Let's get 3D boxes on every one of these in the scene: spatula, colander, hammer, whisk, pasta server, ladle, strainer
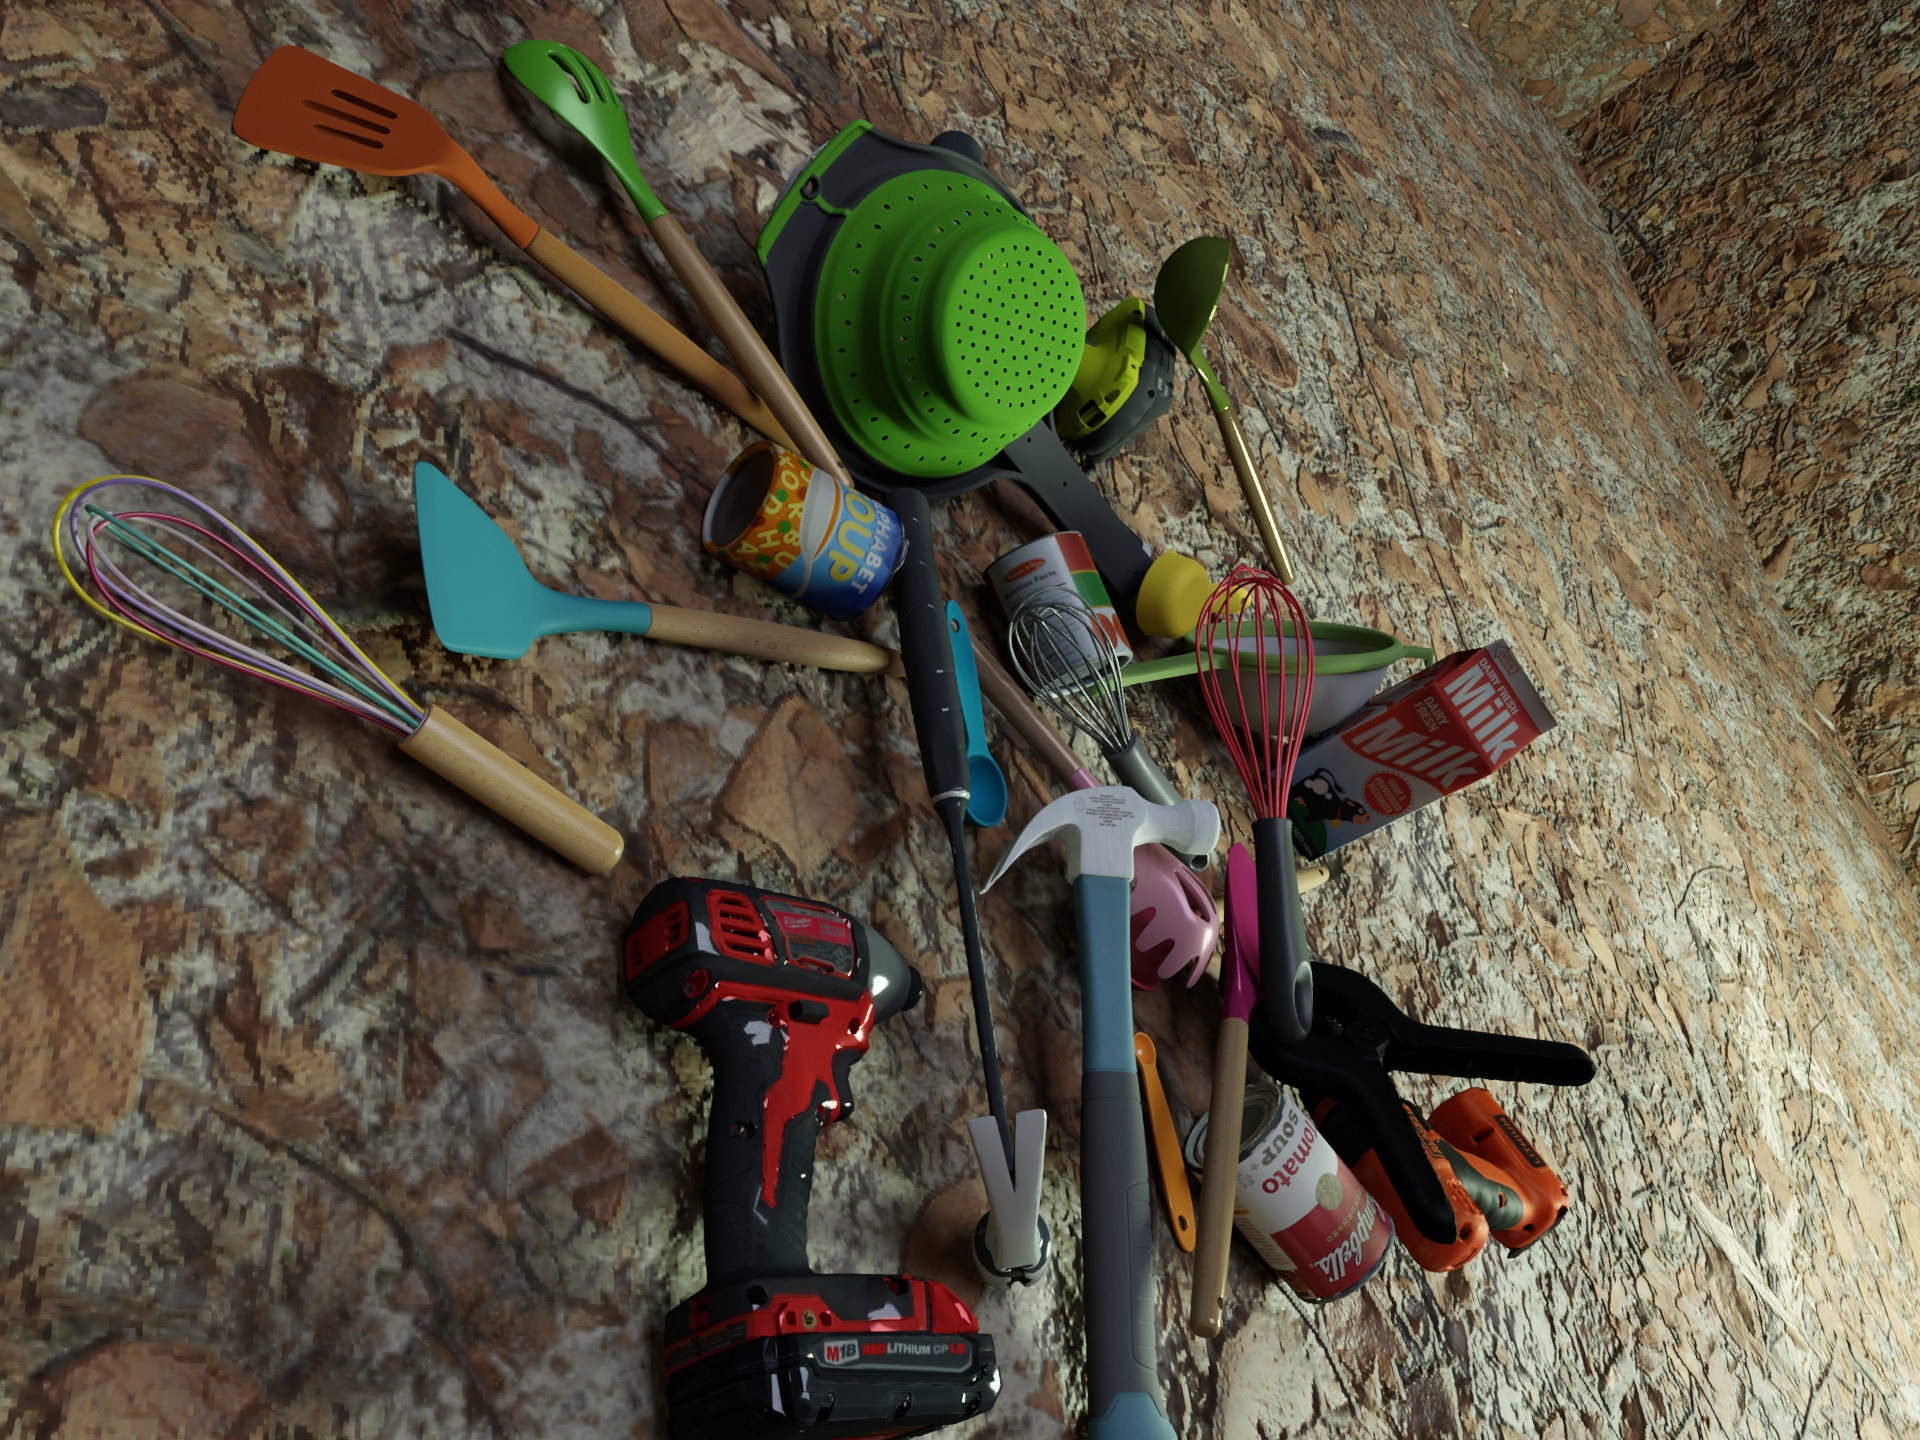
[{"bbox_3d":[-0.124,-0.047,0.759,0.317,0.044,0.082,8,63,-48],"label":"spatula"},{"bbox_3d":[0.050,-0.179,0.959,0.396,0.095,0.204,45,73,-37],"label":"colander"},{"bbox_3d":[0.075,0.188,0.782,0.128,0.033,0.331,7,64,-15],"label":"hammer"},{"bbox_3d":[-0.206,-0.228,0.817,0.322,0.041,0.081,35,41,-34],"label":"spatula"},{"bbox_3d":[0.181,0.042,0.939,0.073,0.073,0.296,19,61,-41],"label":"whisk"},{"bbox_3d":[0.095,0.013,0.932,0.238,0.055,0.055,54,32,-36],"label":"whisk"},{"bbox_3d":[0.041,0.014,0.894,0.316,0.040,0.060,49,30,7],"label":"pasta server"},{"bbox_3d":[0.158,0.115,0.983,0.315,0.031,0.069,-5,64,-53],"label":"ladle"},{"bbox_3d":[0.183,-0.018,1.070,0.256,0.152,0.069,-10,106,-33],"label":"strainer"},{"bbox_3d":[-0.231,-0.008,0.614,0.244,0.051,0.047,40,60,-29],"label":"whisk"},{"bbox_3d":[-0.004,0.050,0.769,0.036,0.149,0.409,-8,58,-3],"label":"hammer"},{"bbox_3d":[0.214,-0.217,1.182,0.319,0.062,0.078,58,31,-41],"label":"ladle"}]

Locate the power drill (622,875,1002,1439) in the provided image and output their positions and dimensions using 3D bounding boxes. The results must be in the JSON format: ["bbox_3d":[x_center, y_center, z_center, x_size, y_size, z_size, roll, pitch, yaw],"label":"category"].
[{"bbox_3d":[-0.060,0.174,0.646,0.143,0.078,0.220,19,48,-41],"label":"power drill"}]

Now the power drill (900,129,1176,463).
[{"bbox_3d":[0.046,-0.306,1.125,0.228,0.080,0.191,35,41,-24],"label":"power drill"}]

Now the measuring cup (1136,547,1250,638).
[{"bbox_3d":[0.174,-0.083,1.106,0.029,0.062,0.156,24,15,34],"label":"measuring cup"}]

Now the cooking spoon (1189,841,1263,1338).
[{"bbox_3d":[0.144,0.182,0.848,0.068,0.017,0.319,58,29,-28],"label":"cooking spoon"}]

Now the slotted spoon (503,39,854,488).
[{"bbox_3d":[-0.150,-0.254,0.877,0.314,0.031,0.070,56,30,3],"label":"slotted spoon"}]

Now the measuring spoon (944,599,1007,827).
[{"bbox_3d":[-0.001,-0.003,0.872,0.042,0.021,0.129,7,70,-52],"label":"measuring spoon"}]

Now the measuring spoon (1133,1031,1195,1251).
[{"bbox_3d":[0.107,0.226,0.857,0.021,0.011,0.117,12,59,-47],"label":"measuring spoon"}]

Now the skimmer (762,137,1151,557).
[{"bbox_3d":[0.017,-0.210,1.006,0.363,0.090,0.127,38,70,-28],"label":"skimmer"}]
